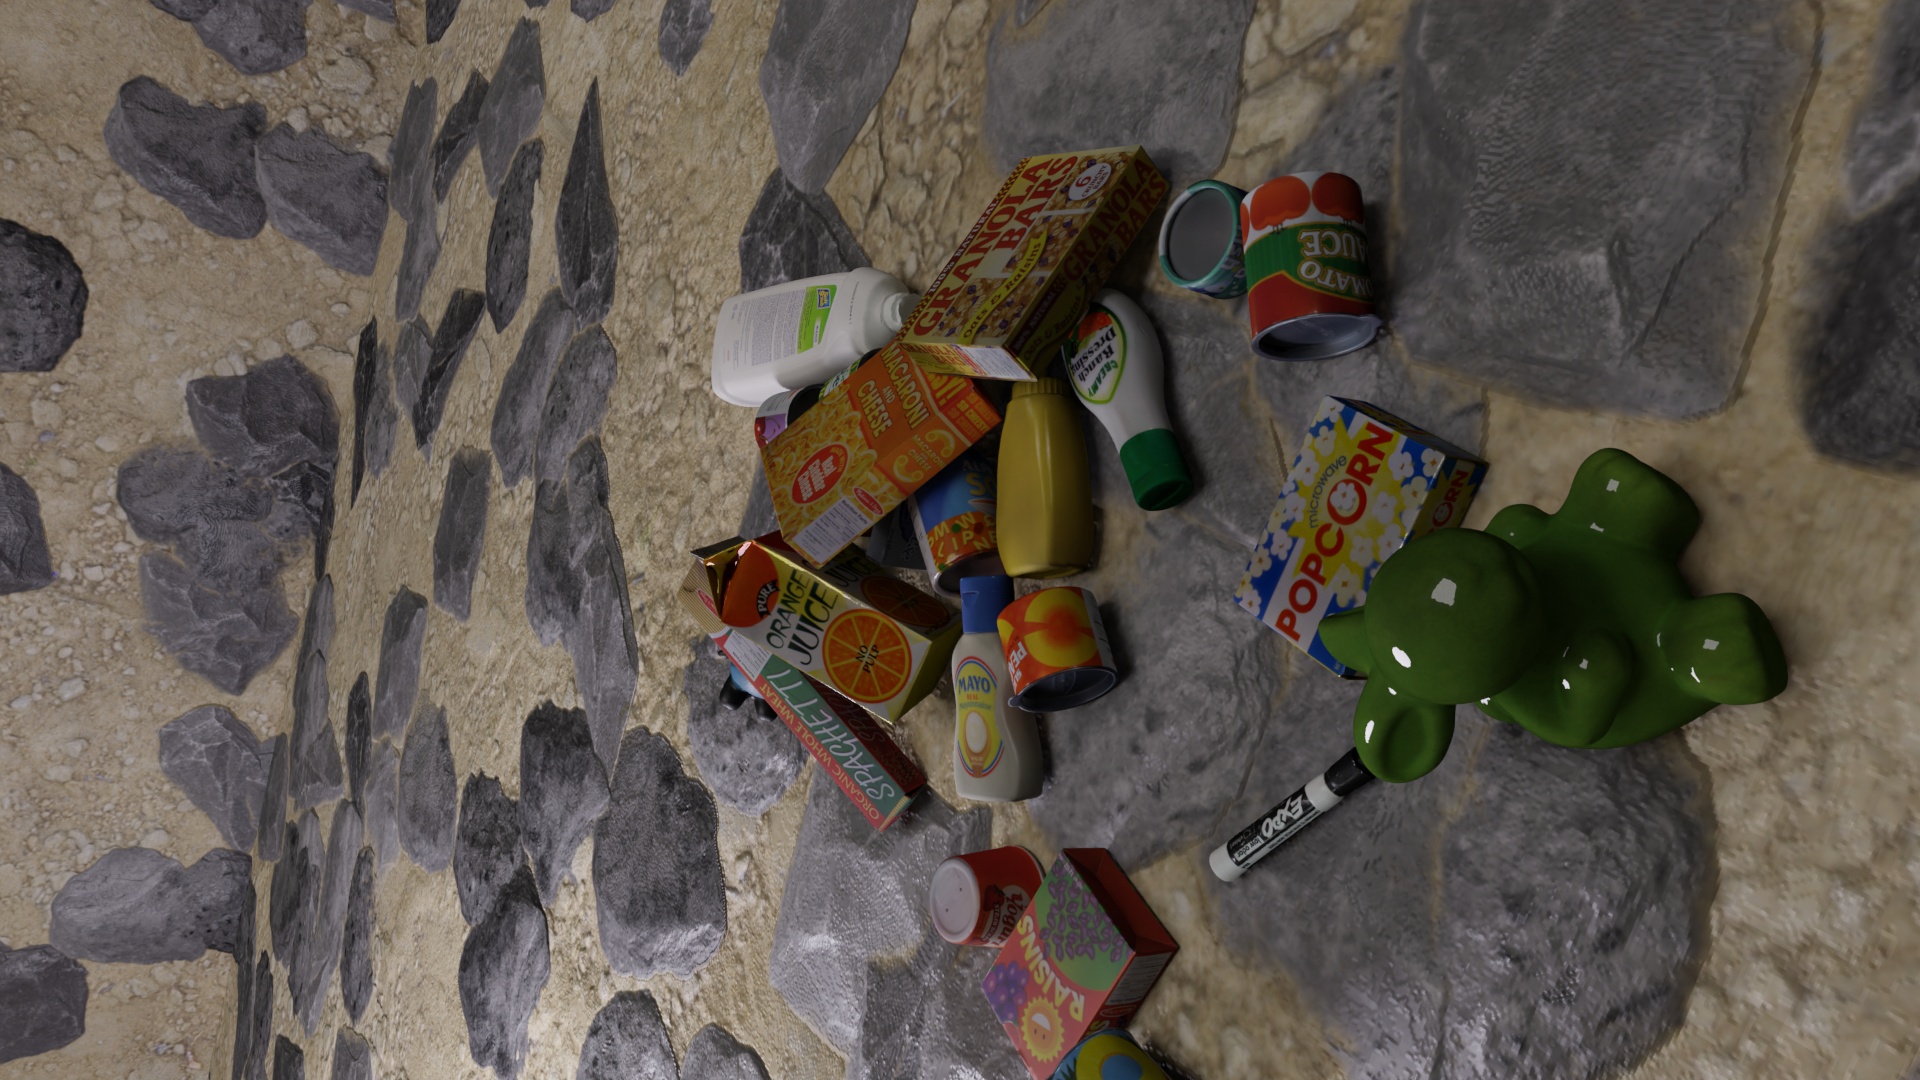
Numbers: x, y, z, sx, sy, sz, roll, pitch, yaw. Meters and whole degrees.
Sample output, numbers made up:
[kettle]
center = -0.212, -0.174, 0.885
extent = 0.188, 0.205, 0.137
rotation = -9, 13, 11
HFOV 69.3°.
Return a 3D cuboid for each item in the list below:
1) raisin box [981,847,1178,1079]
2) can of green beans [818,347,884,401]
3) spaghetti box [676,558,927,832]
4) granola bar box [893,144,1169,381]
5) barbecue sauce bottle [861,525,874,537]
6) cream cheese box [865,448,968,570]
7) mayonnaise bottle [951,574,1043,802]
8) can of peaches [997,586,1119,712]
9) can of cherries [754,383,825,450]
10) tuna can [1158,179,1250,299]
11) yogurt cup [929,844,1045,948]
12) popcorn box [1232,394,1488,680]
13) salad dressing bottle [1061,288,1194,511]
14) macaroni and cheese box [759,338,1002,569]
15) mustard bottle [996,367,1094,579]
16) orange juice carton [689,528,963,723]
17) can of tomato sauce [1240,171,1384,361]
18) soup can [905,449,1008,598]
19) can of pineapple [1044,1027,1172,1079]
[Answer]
[raisin box]
center = 0.069, 0.263, 0.850
extent = 0.086, 0.040, 0.123
rotation = 51, 123, 43
[can of green beans]
center = -0.069, -0.108, 1.078
extent = 0.057, 0.071, 0.071
rotation = -26, 64, 48
[spaghetti box]
center = -0.123, 0.111, 1.053
extent = 0.250, 0.029, 0.050
rotation = 46, 125, 16
[granola bar box]
center = 0.045, -0.180, 0.906
extent = 0.124, 0.039, 0.166
rotation = 14, 65, 53
[barbecue sauce bottle]
center = -0.092, -0.035, 1.115
extent = 0.148, 0.044, 0.065
rotation = 0, 84, 53
[cream cheese box]
center = -0.031, -0.031, 1.025
extent = 0.024, 0.053, 0.103
rotation = 25, 103, 51
[mayonnaise bottle]
center = 0.022, 0.097, 0.927
extent = 0.064, 0.041, 0.148
rotation = -7, 86, 47
[can of peaches]
center = 0.058, 0.069, 0.875
extent = 0.071, 0.071, 0.058
rotation = -41, 52, 41
[can of cherries]
center = -0.129, -0.092, 1.157
extent = 0.058, 0.071, 0.071
rotation = -4, 80, 53
[tuna can]
center = 0.153, -0.179, 0.828
extent = 0.071, 0.033, 0.071
rotation = -14, 73, 51
[yogurt cup]
center = 0.016, 0.235, 0.912
extent = 0.072, 0.054, 0.072
rotation = -15, 71, 51
[popcorn box]
center = 0.204, -0.002, 0.722
extent = 0.085, 0.038, 0.126
rotation = 41, 115, 49
[salad dressing bottle]
center = 0.105, -0.089, 0.865
extent = 0.064, 0.044, 0.148
rotation = -43, 52, 38
[macaroni and cheese box]
center = -0.059, -0.074, 0.977
extent = 0.166, 0.040, 0.124
rotation = -38, 36, 10
[mustard bottle]
center = 0.055, -0.056, 0.920
extent = 0.065, 0.049, 0.160
rotation = -16, 70, 53
[orange juice carton]
center = -0.101, 0.047, 1.008
extent = 0.193, 0.072, 0.072
rotation = 29, 110, 14
[can of tomato sauce]
center = 0.188, -0.147, 0.748
extent = 0.071, 0.071, 0.083
rotation = -20, 68, 50
[soup can]
center = 0.003, -0.012, 0.969
extent = 0.071, 0.071, 0.084
rotation = -45, 51, 39
[can of pineapple]
center = 0.089, 0.323, 0.788
extent = 0.058, 0.071, 0.070
rotation = 36, 112, 50
